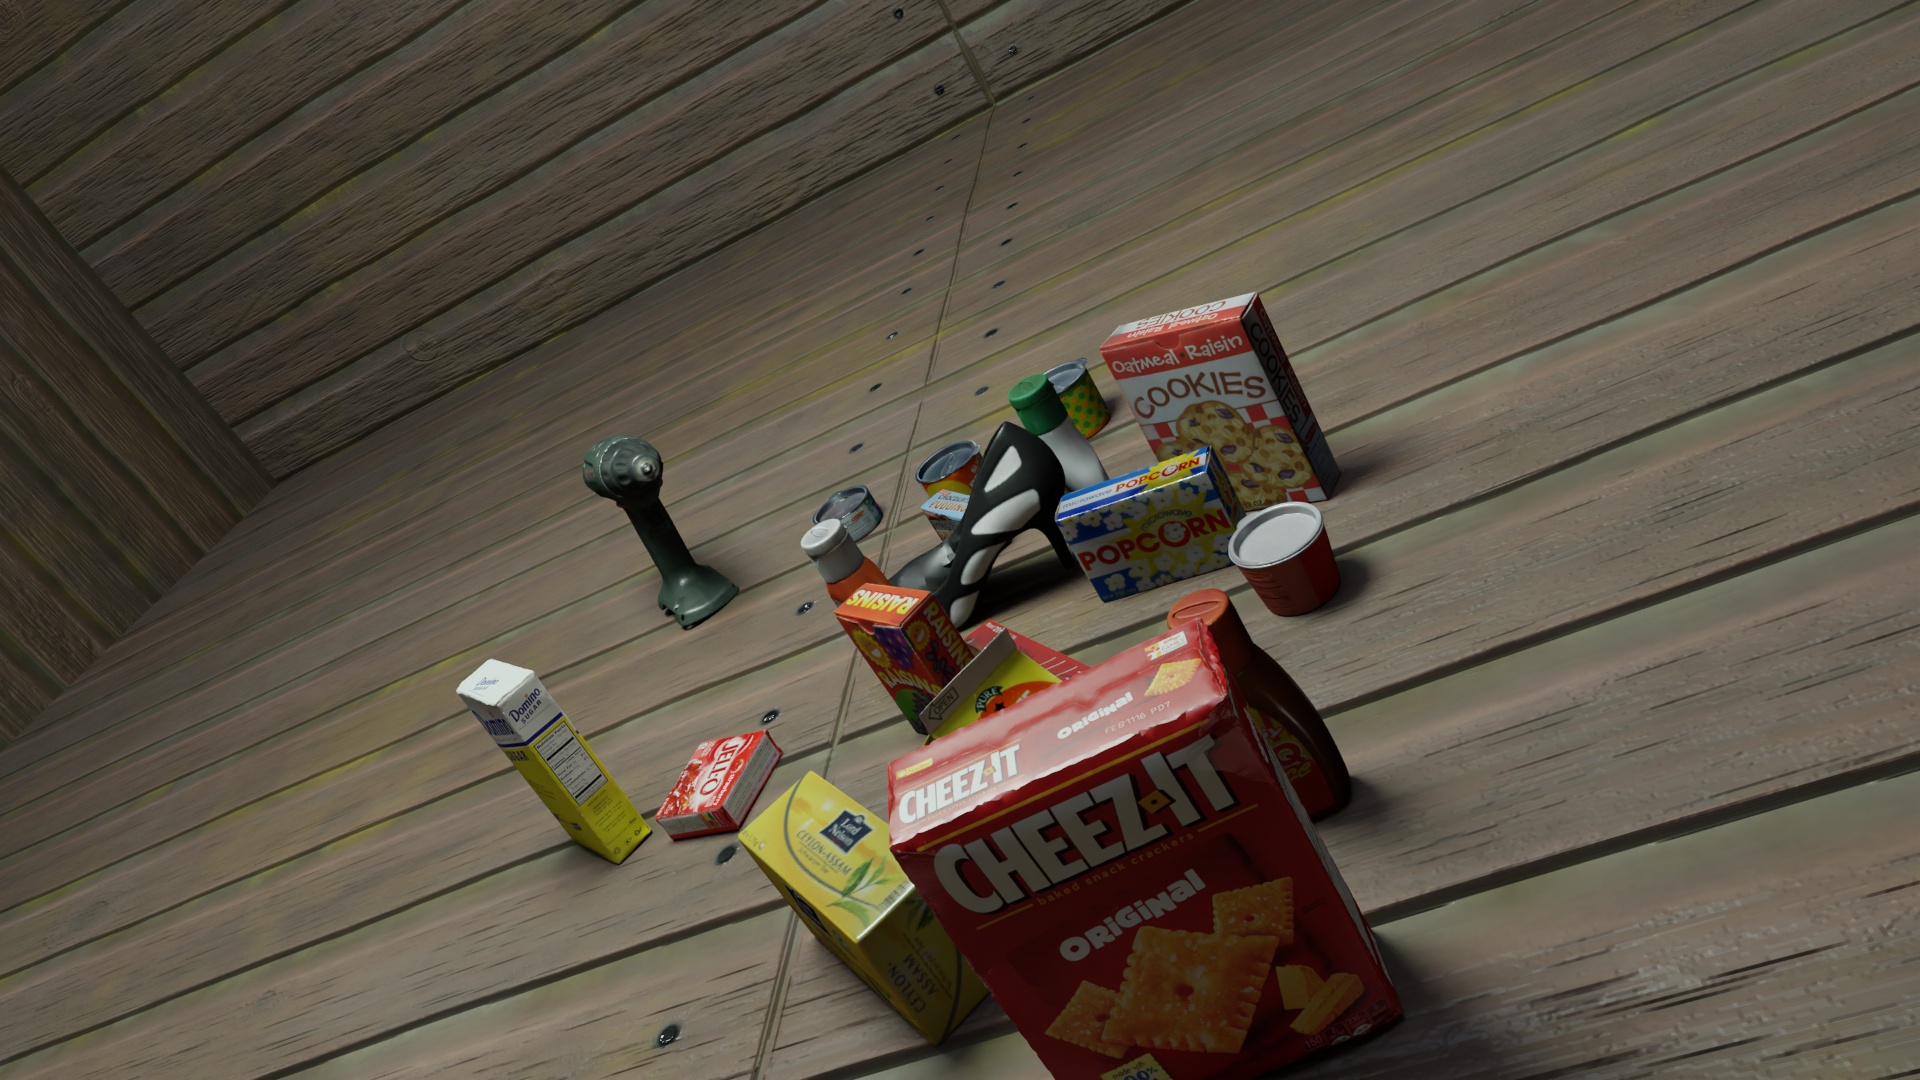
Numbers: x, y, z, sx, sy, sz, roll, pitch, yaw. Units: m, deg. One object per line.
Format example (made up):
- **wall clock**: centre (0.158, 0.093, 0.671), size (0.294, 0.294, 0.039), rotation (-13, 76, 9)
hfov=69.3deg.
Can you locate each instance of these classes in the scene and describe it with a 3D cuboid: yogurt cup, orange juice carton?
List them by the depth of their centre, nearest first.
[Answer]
- **orange juice carton**: centre (0.047, 0.141, 0.760), size (0.072, 0.192, 0.073), rotation (-44, 27, -24)
- **yogurt cup**: centre (0.225, 0.015, 0.953), size (0.072, 0.053, 0.073), rotation (-25, 26, 13)

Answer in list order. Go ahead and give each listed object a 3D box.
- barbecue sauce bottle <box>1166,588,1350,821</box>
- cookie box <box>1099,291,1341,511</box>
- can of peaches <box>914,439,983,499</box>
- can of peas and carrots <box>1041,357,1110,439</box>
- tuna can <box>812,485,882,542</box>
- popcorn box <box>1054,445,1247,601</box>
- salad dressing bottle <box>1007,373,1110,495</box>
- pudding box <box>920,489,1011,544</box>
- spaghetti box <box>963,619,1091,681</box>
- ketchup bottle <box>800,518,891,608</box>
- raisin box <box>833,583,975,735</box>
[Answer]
- **barbecue sauce bottle**: centre (0.161, 0.093, 0.771), size (0.064, 0.148, 0.044), rotation (-18, 28, 28)
- **cookie box**: centre (0.197, -0.098, 1.055), size (0.123, 0.167, 0.040), rotation (-9, 34, 40)
- **can of peaches**: centre (0.001, -0.054, 1.323), size (0.071, 0.058, 0.071), rotation (-25, 26, 13)
- **can of peas and carrots**: centre (0.106, -0.134, 1.351), size (0.071, 0.058, 0.071), rotation (-25, 26, 13)
- **tuna can**: centre (-0.117, -0.025, 1.432), size (0.071, 0.032, 0.071), rotation (-25, 26, 13)
- **popcorn box**: centre (0.147, -0.011, 1.050), size (0.126, 0.085, 0.038), rotation (-19, 28, 26)
- **salad dressing bottle**: centre (0.088, -0.068, 1.147), size (0.044, 0.147, 0.064), rotation (-34, 25, -5)
- **pudding box**: centre (0.004, -0.016, 1.260), size (0.030, 0.049, 0.084), rotation (-41, 26, -18)
- **spaghetti box**: centre (0.081, 0.108, 0.947), size (0.029, 0.050, 0.250), rotation (-40, 26, -16)
- **ketchup bottle**: centre (-0.073, 0.050, 1.111), size (0.044, 0.148, 0.065), rotation (-42, 27, -22)
- **raisin box**: centre (-0.028, 0.091, 1.015), size (0.040, 0.123, 0.086), rotation (-45, 28, -26)
